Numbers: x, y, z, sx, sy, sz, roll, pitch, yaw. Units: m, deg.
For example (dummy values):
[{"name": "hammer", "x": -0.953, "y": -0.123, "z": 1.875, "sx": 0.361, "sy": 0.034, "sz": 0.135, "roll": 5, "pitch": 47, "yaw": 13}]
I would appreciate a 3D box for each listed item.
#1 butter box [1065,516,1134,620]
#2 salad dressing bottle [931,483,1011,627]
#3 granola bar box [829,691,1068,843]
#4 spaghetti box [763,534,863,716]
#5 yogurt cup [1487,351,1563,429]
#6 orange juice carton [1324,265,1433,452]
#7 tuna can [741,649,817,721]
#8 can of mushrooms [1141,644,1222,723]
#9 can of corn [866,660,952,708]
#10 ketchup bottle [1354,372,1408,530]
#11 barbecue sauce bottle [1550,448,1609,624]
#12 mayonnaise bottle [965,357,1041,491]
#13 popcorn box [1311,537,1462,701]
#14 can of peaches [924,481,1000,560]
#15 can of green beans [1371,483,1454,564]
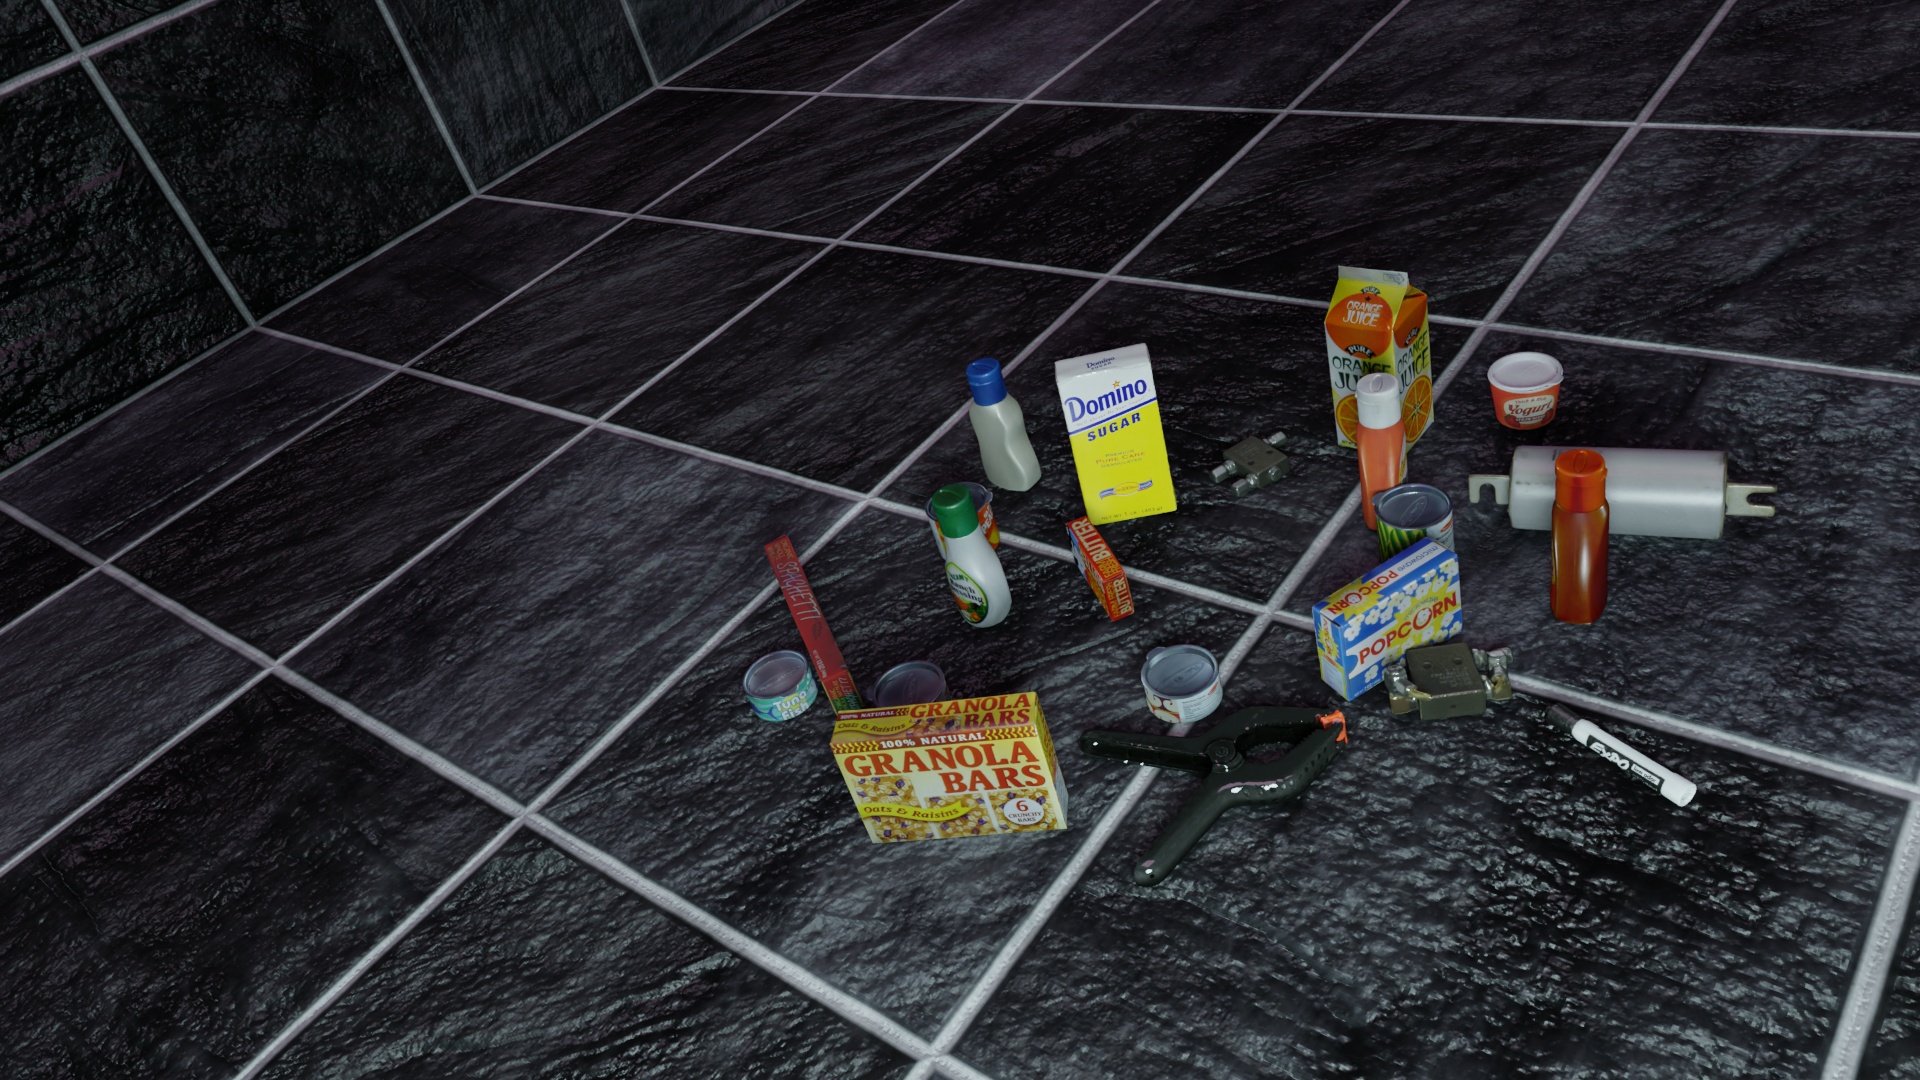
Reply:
[{"name": "butter box", "x": 0.132, "y": 0.026, "z": 1.320, "sx": 0.024, "sy": 0.053, "sz": 0.104, "roll": -21, "pitch": 36, "yaw": -5}, {"name": "salad dressing bottle", "x": 0.008, "y": 0.015, "z": 1.306, "sx": 0.044, "sy": 0.147, "sz": 0.064, "roll": -39, "pitch": 41, "yaw": -27}, {"name": "granola bar box", "x": -0.006, "y": 0.183, "z": 1.112, "sx": 0.165, "sy": 0.123, "sz": 0.039, "roll": -7, "pitch": 37, "yaw": 14}, {"name": "spaghetti box", "x": -0.148, "y": 0.079, "z": 1.369, "sx": 0.029, "sy": 0.050, "sz": 0.251, "roll": -23, "pitch": 36, "yaw": -8}, {"name": "yogurt cup", "x": 0.557, "y": -0.146, "z": 1.369, "sx": 0.072, "sy": 0.053, "sz": 0.073, "roll": -11, "pitch": 37, "yaw": 9}, {"name": "orange juice carton", "x": 0.410, "y": -0.181, "z": 1.359, "sx": 0.072, "sy": 0.191, "sz": 0.073, "roll": 18, "pitch": 49, "yaw": 39}, {"name": "tuna can", "x": -0.169, "y": 0.139, "z": 1.314, "sx": 0.071, "sy": 0.032, "sz": 0.071, "roll": -11, "pitch": 37, "yaw": 9}, {"name": "can of mushrooms", "x": 0.188, "y": 0.121, "z": 1.188, "sx": 0.071, "sy": 0.033, "sz": 0.071, "roll": -11, "pitch": 37, "yaw": 9}, {"name": "can of corn", "x": -0.041, "y": 0.150, "z": 1.226, "sx": 0.071, "sy": 0.058, "sz": 0.071, "roll": -11, "pitch": 37, "yaw": 9}, {"name": "ketchup bottle", "x": 0.387, "y": -0.083, "z": 1.276, "sx": 0.043, "sy": 0.148, "sz": 0.065, "roll": 0, "pitch": 40, "yaw": 23}, {"name": "barbecue sauce bottle", "x": 0.503, "y": -0.005, "z": 1.127, "sx": 0.043, "sy": 0.147, "sz": 0.065, "roll": 6, "pitch": 42, "yaw": 29}, {"name": "mayonnaise bottle", "x": 0.041, "y": -0.122, "z": 1.471, "sx": 0.065, "sy": 0.147, "sz": 0.041, "roll": 19, "pitch": 49, "yaw": 39}, {"name": "popcorn box", "x": 0.355, "y": 0.065, "z": 1.150, "sx": 0.127, "sy": 0.084, "sz": 0.038, "roll": -29, "pitch": 37, "yaw": -15}, {"name": "can of peaches", "x": 0.005, "y": -0.018, "z": 1.426, "sx": 0.071, "sy": 0.057, "sz": 0.071, "roll": -11, "pitch": 37, "yaw": 9}, {"name": "can of green beans", "x": 0.408, "y": -0.009, "z": 1.248, "sx": 0.071, "sy": 0.057, "sz": 0.071, "roll": -11, "pitch": 37, "yaw": 9}]
